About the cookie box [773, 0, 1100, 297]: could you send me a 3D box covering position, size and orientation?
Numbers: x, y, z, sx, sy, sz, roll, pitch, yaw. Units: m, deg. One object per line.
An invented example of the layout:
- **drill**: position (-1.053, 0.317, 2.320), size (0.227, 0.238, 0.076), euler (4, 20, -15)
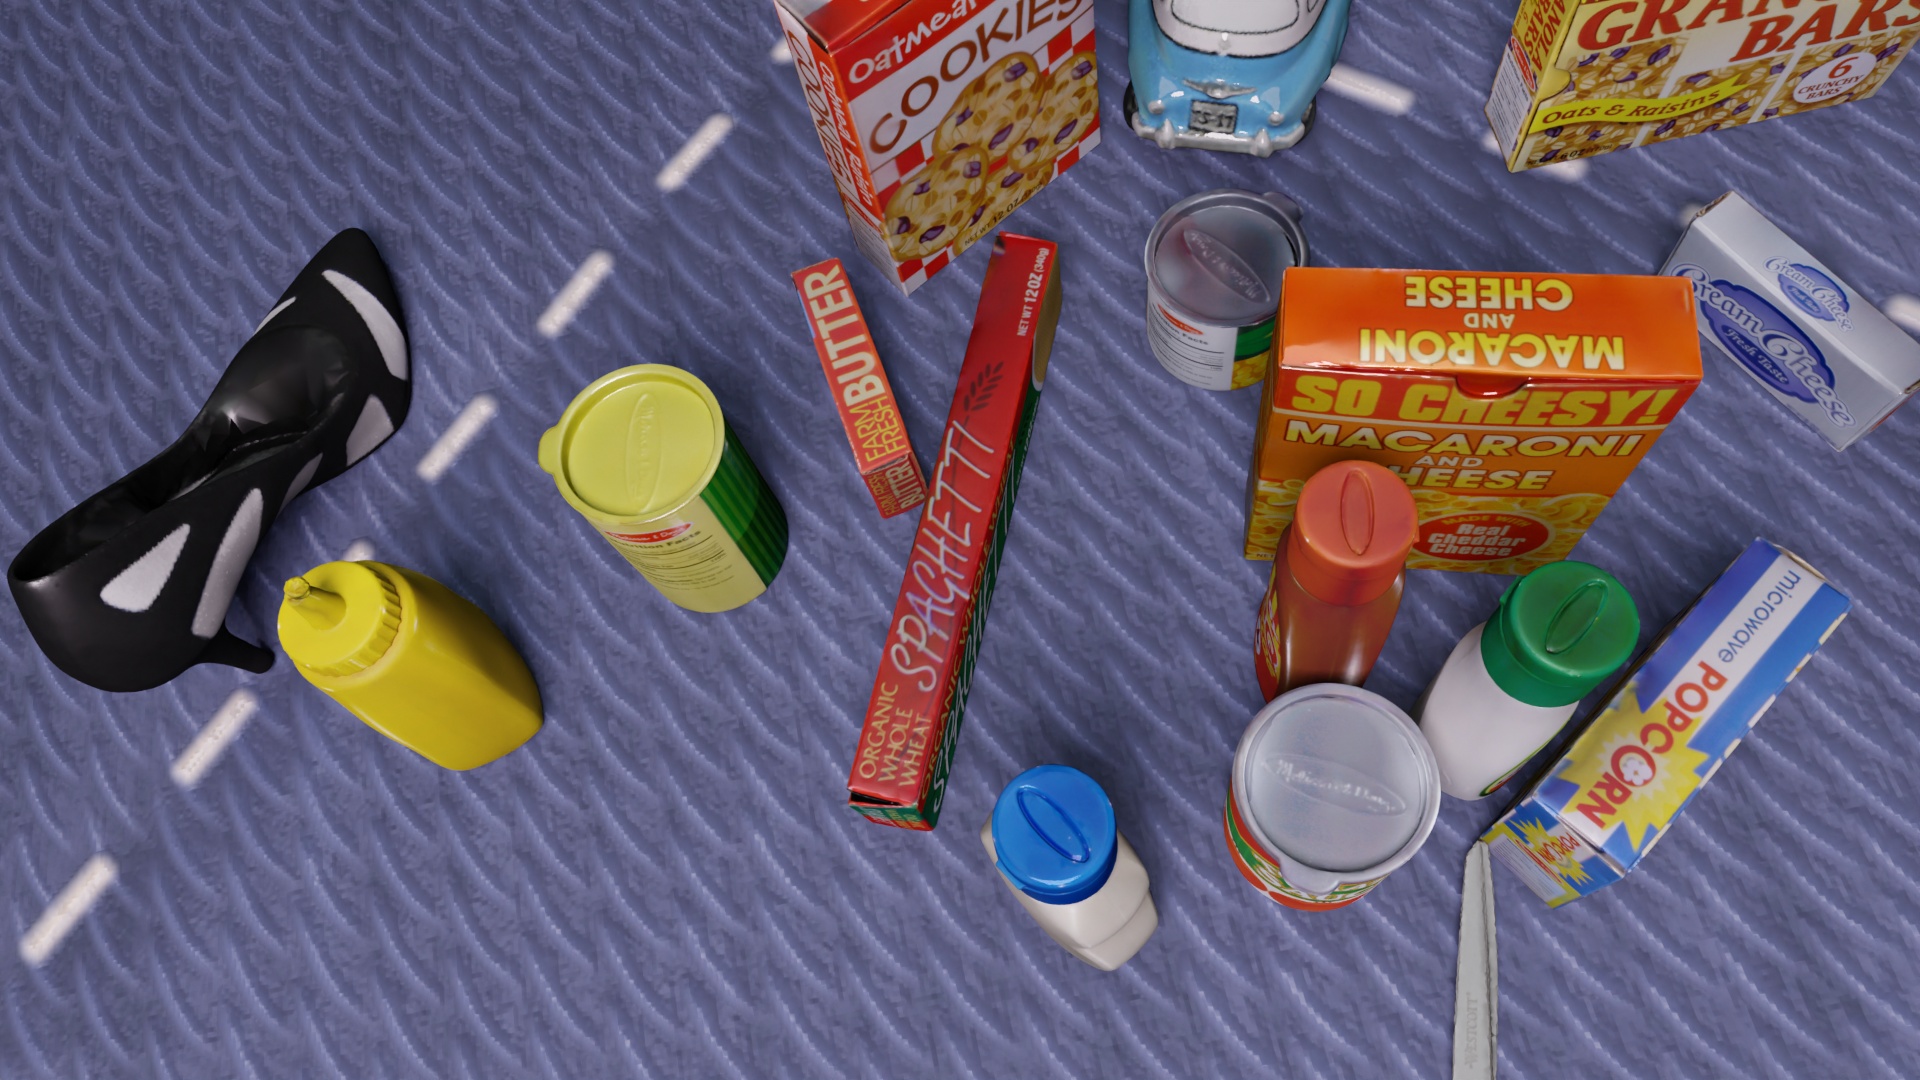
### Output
- **cookie box**: position (0.000, -0.192, 0.580), size (0.123, 0.167, 0.040), euler (-40, 69, -9)

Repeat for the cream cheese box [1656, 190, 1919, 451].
- **cream cheese box**: position (0.330, -0.087, 0.556), size (0.024, 0.053, 0.104), euler (-35, 68, -7)

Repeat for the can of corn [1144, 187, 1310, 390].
- **can of corn**: position (0.114, -0.107, 0.590), size (0.071, 0.058, 0.071), euler (-3, 68, 7)

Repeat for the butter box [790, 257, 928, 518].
- **butter box**: position (-0.043, -0.065, 0.596), size (0.024, 0.053, 0.104), euler (-21, 67, -1)

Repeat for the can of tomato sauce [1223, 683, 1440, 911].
- **can of tomato sauce**: position (0.128, 0.095, 0.493), size (0.071, 0.083, 0.071), euler (-3, 68, 7)

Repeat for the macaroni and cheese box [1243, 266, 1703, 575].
- **macaroni and cheese box**: position (0.169, -0.035, 0.495), size (0.124, 0.166, 0.040), euler (3, 69, 9)

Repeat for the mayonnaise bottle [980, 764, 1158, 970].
- **mayonnaise bottle**: position (0.036, 0.108, 0.464), size (0.041, 0.147, 0.065), euler (-42, 69, -9)

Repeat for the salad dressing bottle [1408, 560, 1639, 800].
- **salad dressing bottle**: position (0.186, 0.049, 0.469), size (0.044, 0.147, 0.064), euler (38, 78, 19)

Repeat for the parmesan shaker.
- **parmesan shaker**: position (-0.115, -0.018, 0.559), size (0.071, 0.102, 0.071), euler (-3, 68, 7)

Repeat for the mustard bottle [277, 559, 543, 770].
- **mustard bottle**: position (-0.209, 0.041, 0.517), size (0.049, 0.159, 0.065), euler (-32, 68, -6)

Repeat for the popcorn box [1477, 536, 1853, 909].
- **popcorn box**: position (0.244, 0.066, 0.488), size (0.127, 0.085, 0.038), euler (-44, 70, -11)

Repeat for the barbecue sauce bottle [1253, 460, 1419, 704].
- **barbecue sauce bottle**: position (0.130, 0.018, 0.488), size (0.044, 0.148, 0.065), euler (2, 69, 8)

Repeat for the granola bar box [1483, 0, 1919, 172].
- **granola bar box**: position (0.317, -0.219, 0.573), size (0.165, 0.124, 0.039), euler (-11, 68, 3)

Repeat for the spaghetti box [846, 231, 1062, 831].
- **spaghetti box**: position (0.002, -0.007, 0.568), size (0.029, 0.050, 0.251), euler (10, 70, 11)
